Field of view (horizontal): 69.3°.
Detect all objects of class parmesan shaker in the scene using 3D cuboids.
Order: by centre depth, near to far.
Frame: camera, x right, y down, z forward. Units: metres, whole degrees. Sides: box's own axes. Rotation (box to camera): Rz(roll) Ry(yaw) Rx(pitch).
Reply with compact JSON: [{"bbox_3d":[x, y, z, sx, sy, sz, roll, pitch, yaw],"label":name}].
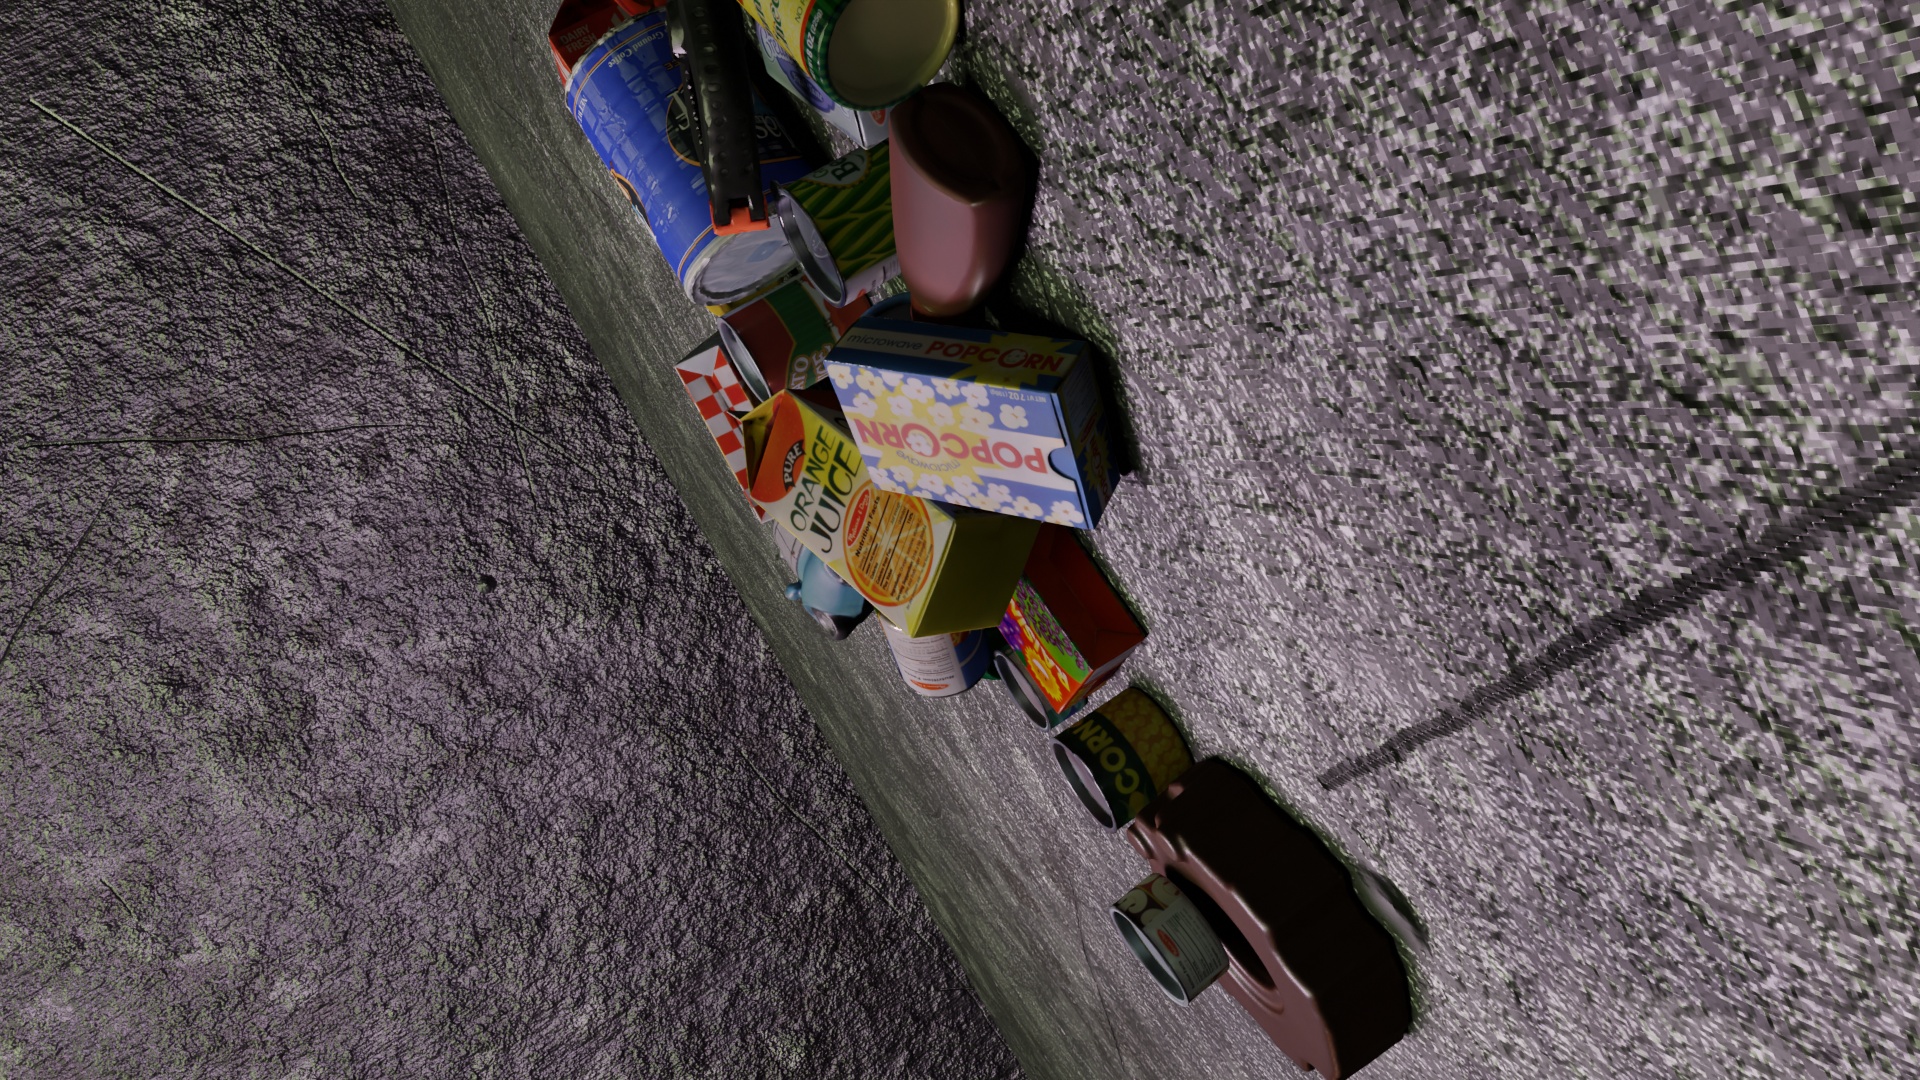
[{"bbox_3d":[-0.054,-0.227,0.548,0.103,0.071,0.071,51,164,27],"label":"parmesan shaker"}]

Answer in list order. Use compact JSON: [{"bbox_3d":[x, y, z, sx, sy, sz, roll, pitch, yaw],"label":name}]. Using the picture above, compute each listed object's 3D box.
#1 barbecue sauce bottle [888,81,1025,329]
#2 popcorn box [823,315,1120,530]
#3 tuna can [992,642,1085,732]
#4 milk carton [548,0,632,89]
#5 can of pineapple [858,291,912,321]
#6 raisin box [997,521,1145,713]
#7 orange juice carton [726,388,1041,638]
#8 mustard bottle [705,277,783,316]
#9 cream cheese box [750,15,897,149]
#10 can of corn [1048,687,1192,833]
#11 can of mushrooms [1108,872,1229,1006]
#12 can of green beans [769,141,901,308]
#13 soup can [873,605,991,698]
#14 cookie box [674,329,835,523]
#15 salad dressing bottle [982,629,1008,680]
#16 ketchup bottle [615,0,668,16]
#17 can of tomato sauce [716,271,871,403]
[{"bbox_3d":[-0.004,-0.134,0.622,0.065,0.044,0.148,52,166,15],"label":"barbecue sauce bottle"},{"bbox_3d":[0.006,-0.056,0.653,0.127,0.038,0.084,12,140,30],"label":"popcorn box"},{"bbox_3d":[0.053,0.095,0.945,0.071,0.033,0.070,53,165,21],"label":"tuna can"},{"bbox_3d":[-0.217,-0.298,0.946,0.191,0.073,0.072,55,166,13],"label":"milk carton"},{"bbox_3d":[-0.023,-0.090,0.731,0.071,0.071,0.057,46,161,41],"label":"can of pineapple"},{"bbox_3d":[0.057,0.046,0.812,0.086,0.040,0.123,54,165,12],"label":"raisin box"},{"bbox_3d":[-0.051,-0.029,0.778,0.193,0.072,0.072,38,117,35],"label":"orange juice carton"},{"bbox_3d":[-0.182,-0.215,1.032,0.161,0.065,0.048,47,167,52],"label":"mustard bottle"},{"bbox_3d":[-0.068,-0.233,0.666,0.104,0.024,0.053,47,161,39],"label":"cream cheese box"},{"bbox_3d":[0.095,0.128,0.817,0.071,0.058,0.071,53,165,20],"label":"can of corn"},{"bbox_3d":[0.114,0.218,0.764,0.071,0.033,0.070,50,165,18],"label":"can of mushrooms"},{"bbox_3d":[-0.053,-0.160,0.702,0.071,0.058,0.071,53,166,20],"label":"can of green beans"},{"bbox_3d":[-0.018,0.054,0.936,0.071,0.071,0.083,48,164,36],"label":"soup can"},{"bbox_3d":[-0.135,-0.101,0.998,0.122,0.040,0.168,63,-163,-17],"label":"cookie box"},{"bbox_3d":[0.001,0.085,1.063,0.044,0.064,0.147,43,162,-17],"label":"salad dressing bottle"},{"bbox_3d":[-0.230,-0.385,0.863,0.149,0.043,0.064,49,163,33],"label":"ketchup bottle"},{"bbox_3d":[-0.101,-0.131,0.885,0.071,0.083,0.071,53,165,20],"label":"can of tomato sauce"}]
